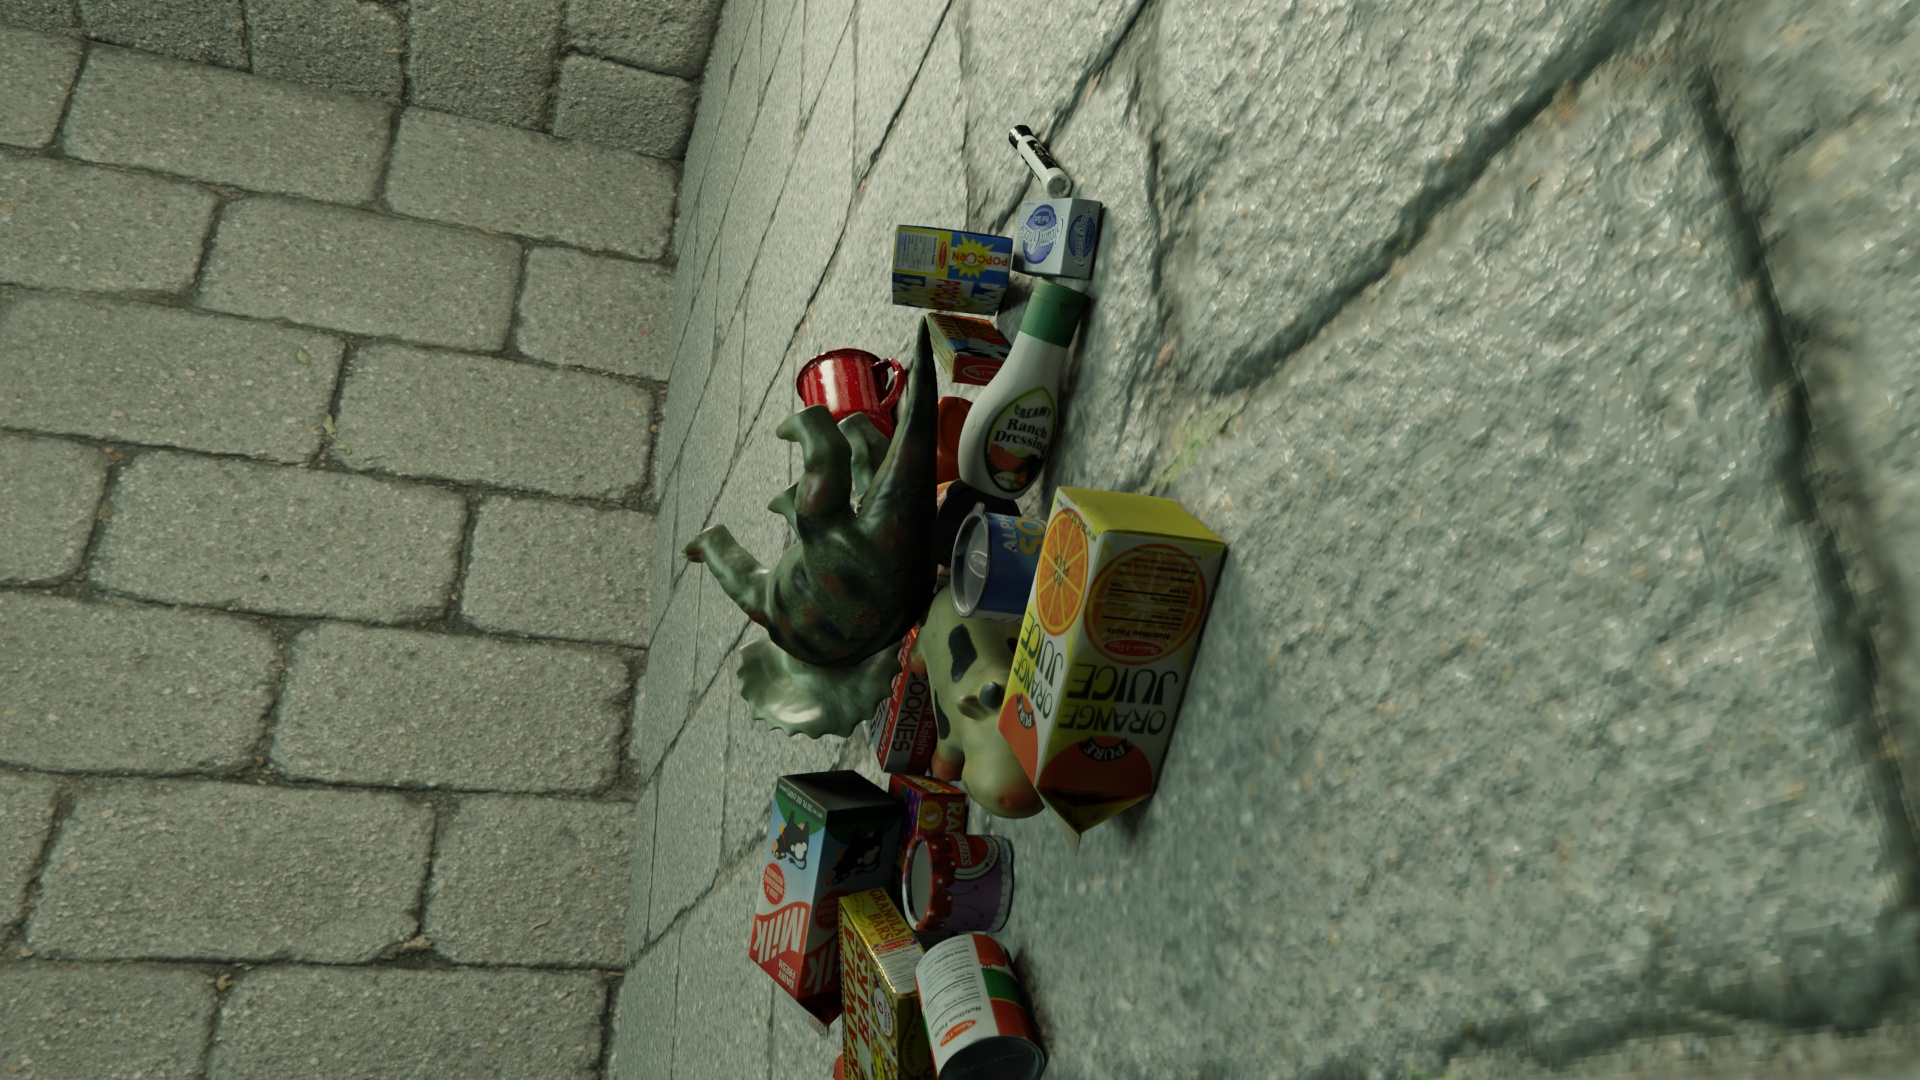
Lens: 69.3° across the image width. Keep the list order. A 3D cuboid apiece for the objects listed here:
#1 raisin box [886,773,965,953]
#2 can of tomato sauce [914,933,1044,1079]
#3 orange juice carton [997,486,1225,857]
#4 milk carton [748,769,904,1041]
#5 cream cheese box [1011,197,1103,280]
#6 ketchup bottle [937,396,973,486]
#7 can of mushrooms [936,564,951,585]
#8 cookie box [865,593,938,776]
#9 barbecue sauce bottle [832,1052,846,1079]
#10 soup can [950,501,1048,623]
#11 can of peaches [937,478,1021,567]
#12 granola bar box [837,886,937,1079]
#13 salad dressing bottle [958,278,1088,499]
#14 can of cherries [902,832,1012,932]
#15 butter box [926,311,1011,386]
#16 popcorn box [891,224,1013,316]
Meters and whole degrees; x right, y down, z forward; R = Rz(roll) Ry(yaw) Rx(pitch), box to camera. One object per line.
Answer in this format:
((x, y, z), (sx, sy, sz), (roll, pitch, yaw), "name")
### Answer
((-0.031, 0.247, 1.060), (0.086, 0.040, 0.123), (180, 96, -71), "raisin box")
((0.011, 0.303, 0.877), (0.083, 0.071, 0.070), (-112, 34, -56), "can of tomato sauce")
((0.075, 0.074, 0.764), (0.072, 0.073, 0.192), (-127, 47, -64), "orange juice carton")
((-0.106, 0.279, 1.062), (0.072, 0.073, 0.190), (22, 105, 48), "milk carton")
((0.066, -0.211, 0.973), (0.104, 0.024, 0.053), (-145, 63, -69), "cream cheese box")
((-0.026, -0.060, 1.155), (0.148, 0.043, 0.065), (131, 145, -59), "ketchup bottle")
((-0.005, 0.002, 1.084), (0.071, 0.033, 0.071), (-171, 89, -72), "can of mushrooms")
((-0.049, 0.102, 1.168), (0.168, 0.040, 0.122), (-121, 42, -63), "cookie box")
((-0.070, 0.461, 1.086), (0.149, 0.044, 0.064), (-126, 47, -64), "barbecue sauce bottle")
((0.044, 0.017, 0.857), (0.071, 0.084, 0.071), (-172, 89, -71), "soup can")
((0.004, -0.013, 1.011), (0.058, 0.071, 0.071), (-172, 90, -72), "can of peaches")
((-0.050, 0.354, 0.997), (0.124, 0.039, 0.164), (-141, 47, -60), "granola bar box")
((0.044, -0.103, 0.946), (0.044, 0.064, 0.147), (38, 112, 56), "salad dressing bottle")
((-0.003, 0.232, 0.952), (0.071, 0.058, 0.071), (-172, 89, -71), "can of cherries")
((0.008, -0.148, 1.075), (0.104, 0.053, 0.024), (-117, 35, -60), "butter box")
((-0.009, -0.202, 1.047), (0.126, 0.085, 0.038), (170, 106, -87), "popcorn box")
